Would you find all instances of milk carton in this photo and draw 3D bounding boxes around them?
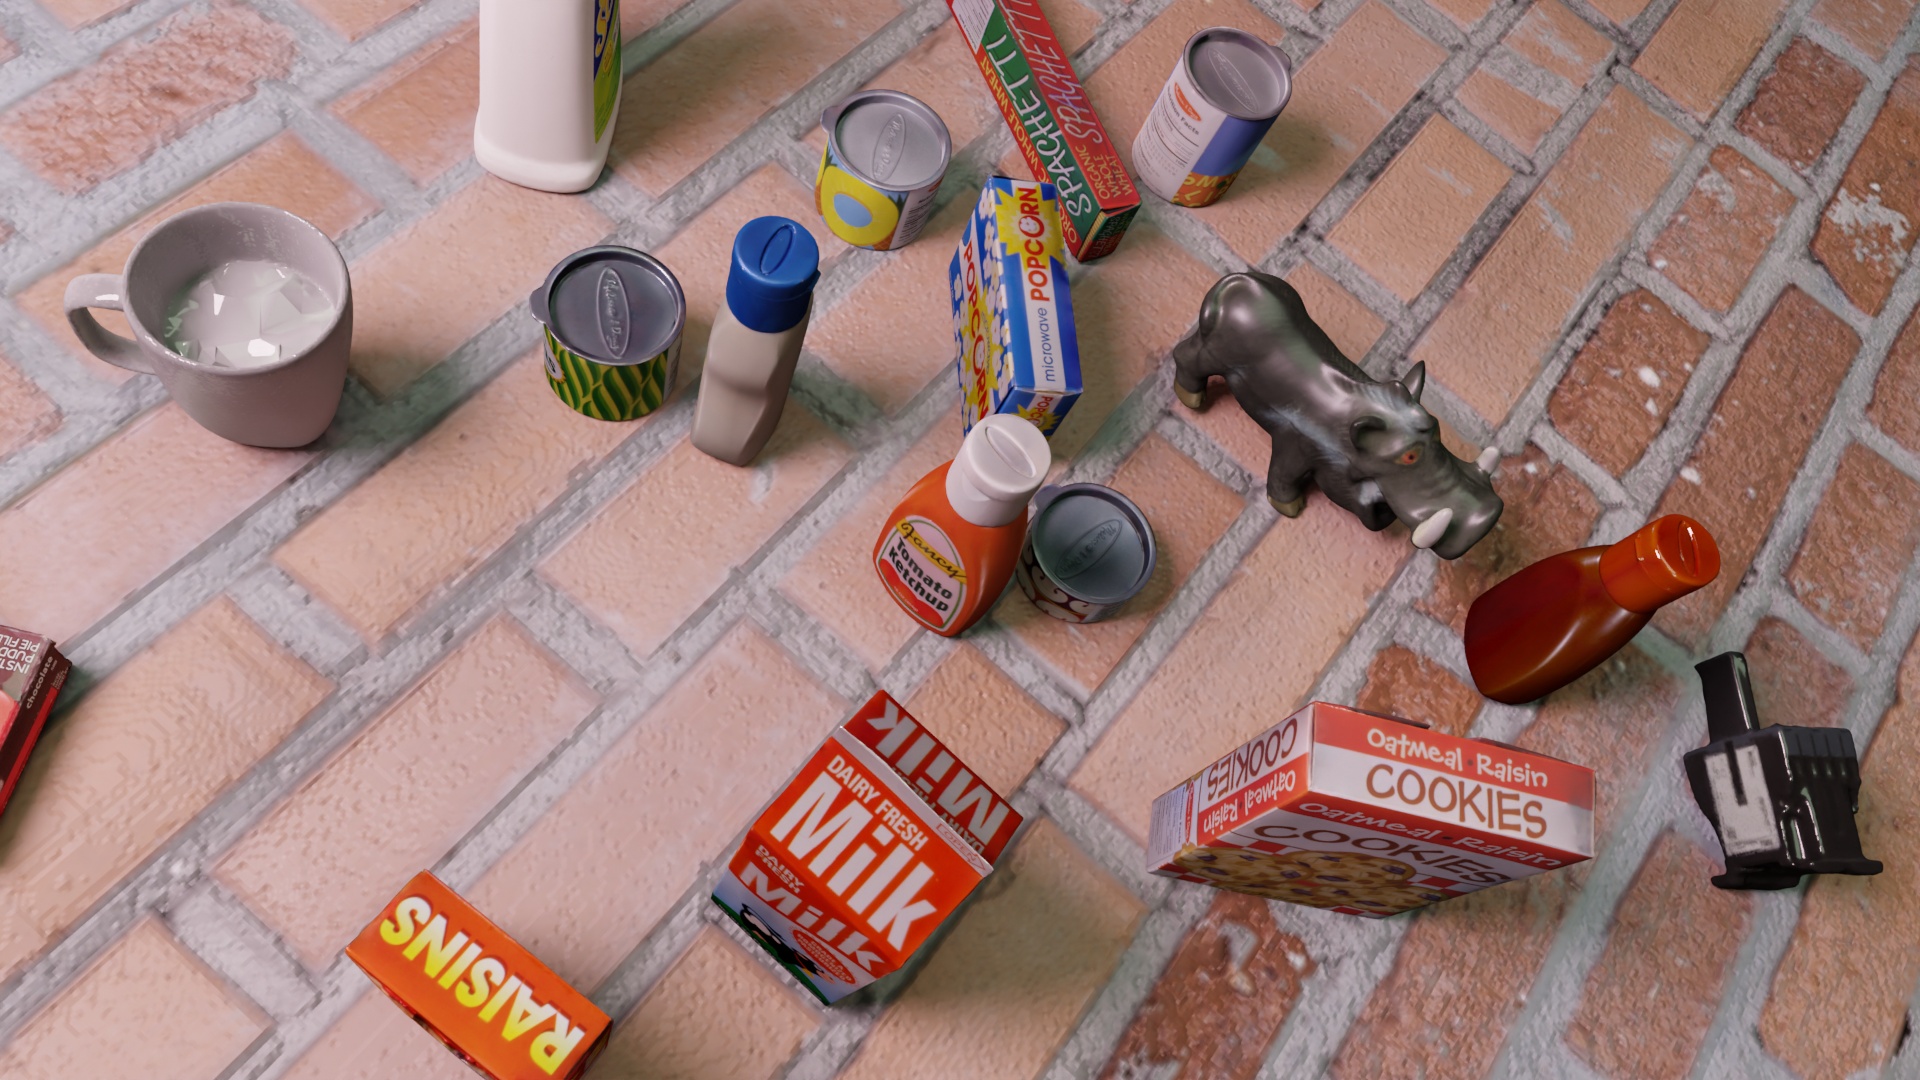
[{"bbox_3d":[-0.038,0.120,0.535,0.072,0.189,0.074,41,62,5],"label":"milk carton"}]

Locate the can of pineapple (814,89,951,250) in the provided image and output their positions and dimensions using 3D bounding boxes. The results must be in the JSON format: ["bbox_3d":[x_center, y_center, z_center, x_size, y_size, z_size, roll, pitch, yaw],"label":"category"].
[{"bbox_3d":[-0.045,-0.201,0.755,0.071,0.057,0.071,6,65,-13],"label":"can of pineapple"}]

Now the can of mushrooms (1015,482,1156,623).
[{"bbox_3d":[0.061,0.005,0.704,0.071,0.033,0.071,6,65,-13],"label":"can of mushrooms"}]

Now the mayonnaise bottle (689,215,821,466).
[{"bbox_3d":[-0.094,-0.092,0.640,0.041,0.147,0.065,24,62,-4],"label":"mayonnaise bottle"}]

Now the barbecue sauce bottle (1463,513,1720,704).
[{"bbox_3d":[0.312,0.033,0.697,0.044,0.148,0.065,11,64,-11],"label":"barbecue sauce bottle"}]

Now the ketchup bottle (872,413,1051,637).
[{"bbox_3d":[0.002,-0.008,0.628,0.065,0.148,0.044,46,63,7],"label":"ketchup bottle"}]

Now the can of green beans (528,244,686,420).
[{"bbox_3d":[-0.168,-0.099,0.673,0.071,0.057,0.071,6,65,-13],"label":"can of green beans"}]

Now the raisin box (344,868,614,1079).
[{"bbox_3d":[-0.173,0.171,0.511,0.086,0.123,0.040,38,62,3],"label":"raisin box"}]

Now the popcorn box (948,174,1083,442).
[{"bbox_3d":[0.026,-0.111,0.718,0.038,0.085,0.127,2,66,-15],"label":"popcorn box"}]

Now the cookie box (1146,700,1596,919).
[{"bbox_3d":[0.170,0.122,0.605,0.123,0.166,0.040,14,64,-9],"label":"cookie box"}]

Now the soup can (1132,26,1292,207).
[{"bbox_3d":[0.148,-0.247,0.815,0.071,0.083,0.071,6,65,-13],"label":"soup can"}]

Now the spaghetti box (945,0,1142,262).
[{"bbox_3d":[0.036,-0.280,0.818,0.029,0.050,0.250,-17,72,-22],"label":"spaghetti box"}]
